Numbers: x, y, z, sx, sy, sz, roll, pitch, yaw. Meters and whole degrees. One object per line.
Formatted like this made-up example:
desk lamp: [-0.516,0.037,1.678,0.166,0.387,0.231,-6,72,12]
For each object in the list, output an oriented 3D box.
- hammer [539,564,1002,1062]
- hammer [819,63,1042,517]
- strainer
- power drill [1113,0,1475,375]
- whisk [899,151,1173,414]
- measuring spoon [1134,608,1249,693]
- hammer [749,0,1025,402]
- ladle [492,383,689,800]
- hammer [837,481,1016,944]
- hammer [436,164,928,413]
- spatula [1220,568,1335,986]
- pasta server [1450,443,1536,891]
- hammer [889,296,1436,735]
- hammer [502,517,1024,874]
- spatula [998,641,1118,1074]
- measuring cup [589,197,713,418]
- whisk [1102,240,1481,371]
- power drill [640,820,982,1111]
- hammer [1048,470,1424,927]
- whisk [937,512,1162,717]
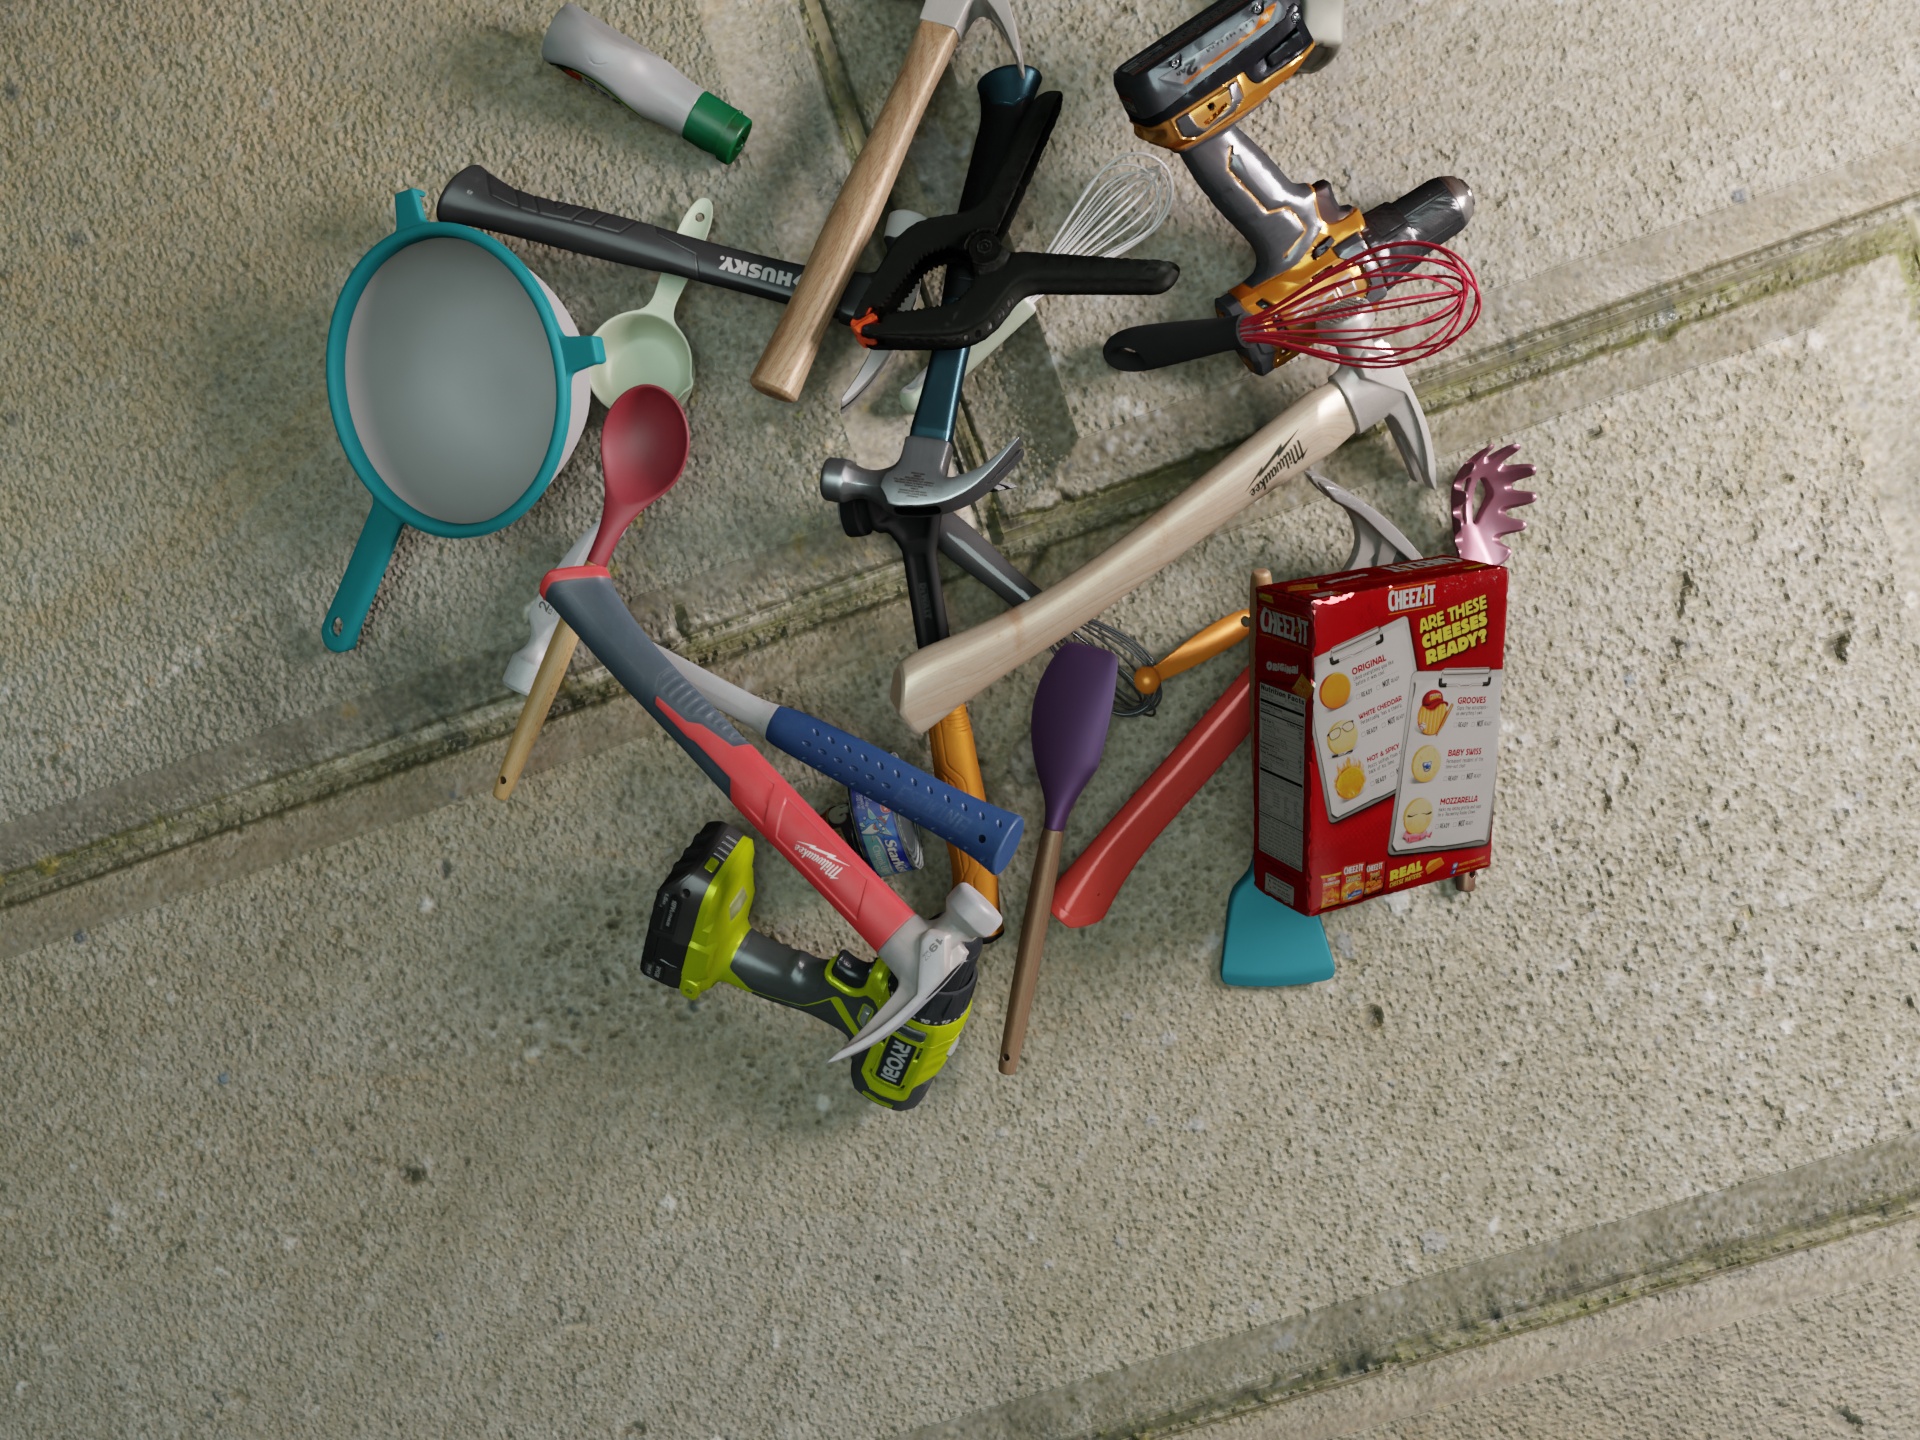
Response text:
hammer: [-0.156,0.046,1.054,0.386,0.038,0.143,44,92,13]
hammer: [0.002,-0.296,1.086,0.128,0.033,0.331,11,80,10]
strainer: [-0.367,-0.189,1.145,0.211,0.095,0.340,40,116,12]
power drill: [0.226,-0.369,1.055,0.185,0.084,0.226,-31,117,7]
whisk: [0.050,-0.303,1.119,0.246,0.058,0.059,-41,119,10]
measuring spoon: [0.170,-0.051,1.119,0.117,0.011,0.021,-30,93,-23]
hammer: [-0.058,-0.369,1.083,0.130,0.031,0.331,22,85,17]
ladle: [-0.267,-0.087,1.125,0.069,0.031,0.315,26,97,14]
hammer: [-0.002,-0.004,1.134,0.127,0.034,0.337,-5,100,24]
hammer: [-0.197,-0.320,1.111,0.334,0.035,0.146,13,85,-4]
spatula: [0.214,0.045,1.103,0.082,0.044,0.317,-4,119,7]
pasta server: [0.365,-0.034,1.120,0.060,0.040,0.316,-3,97,-22]
hammer: [0.134,-0.112,1.082,0.410,0.038,0.146,-35,117,0]
hammer: [-0.136,-0.008,1.105,0.406,0.035,0.144,26,94,19]
spatula: [0.059,0.101,1.128,0.060,0.018,0.316,14,100,27]
measuring cup: [-0.212,-0.294,1.146,0.083,0.038,0.167,21,87,0]
whisk: [0.200,-0.253,1.022,0.073,0.296,0.073,-3,95,-40]
power drill: [-0.099,0.164,1.115,0.228,0.080,0.190,26,133,5]
hammer: [0.178,0.001,1.115,0.149,0.037,0.359,34,102,-31]
whisk: [0.050,-0.084,1.136,0.239,0.055,0.055,40,96,4]
